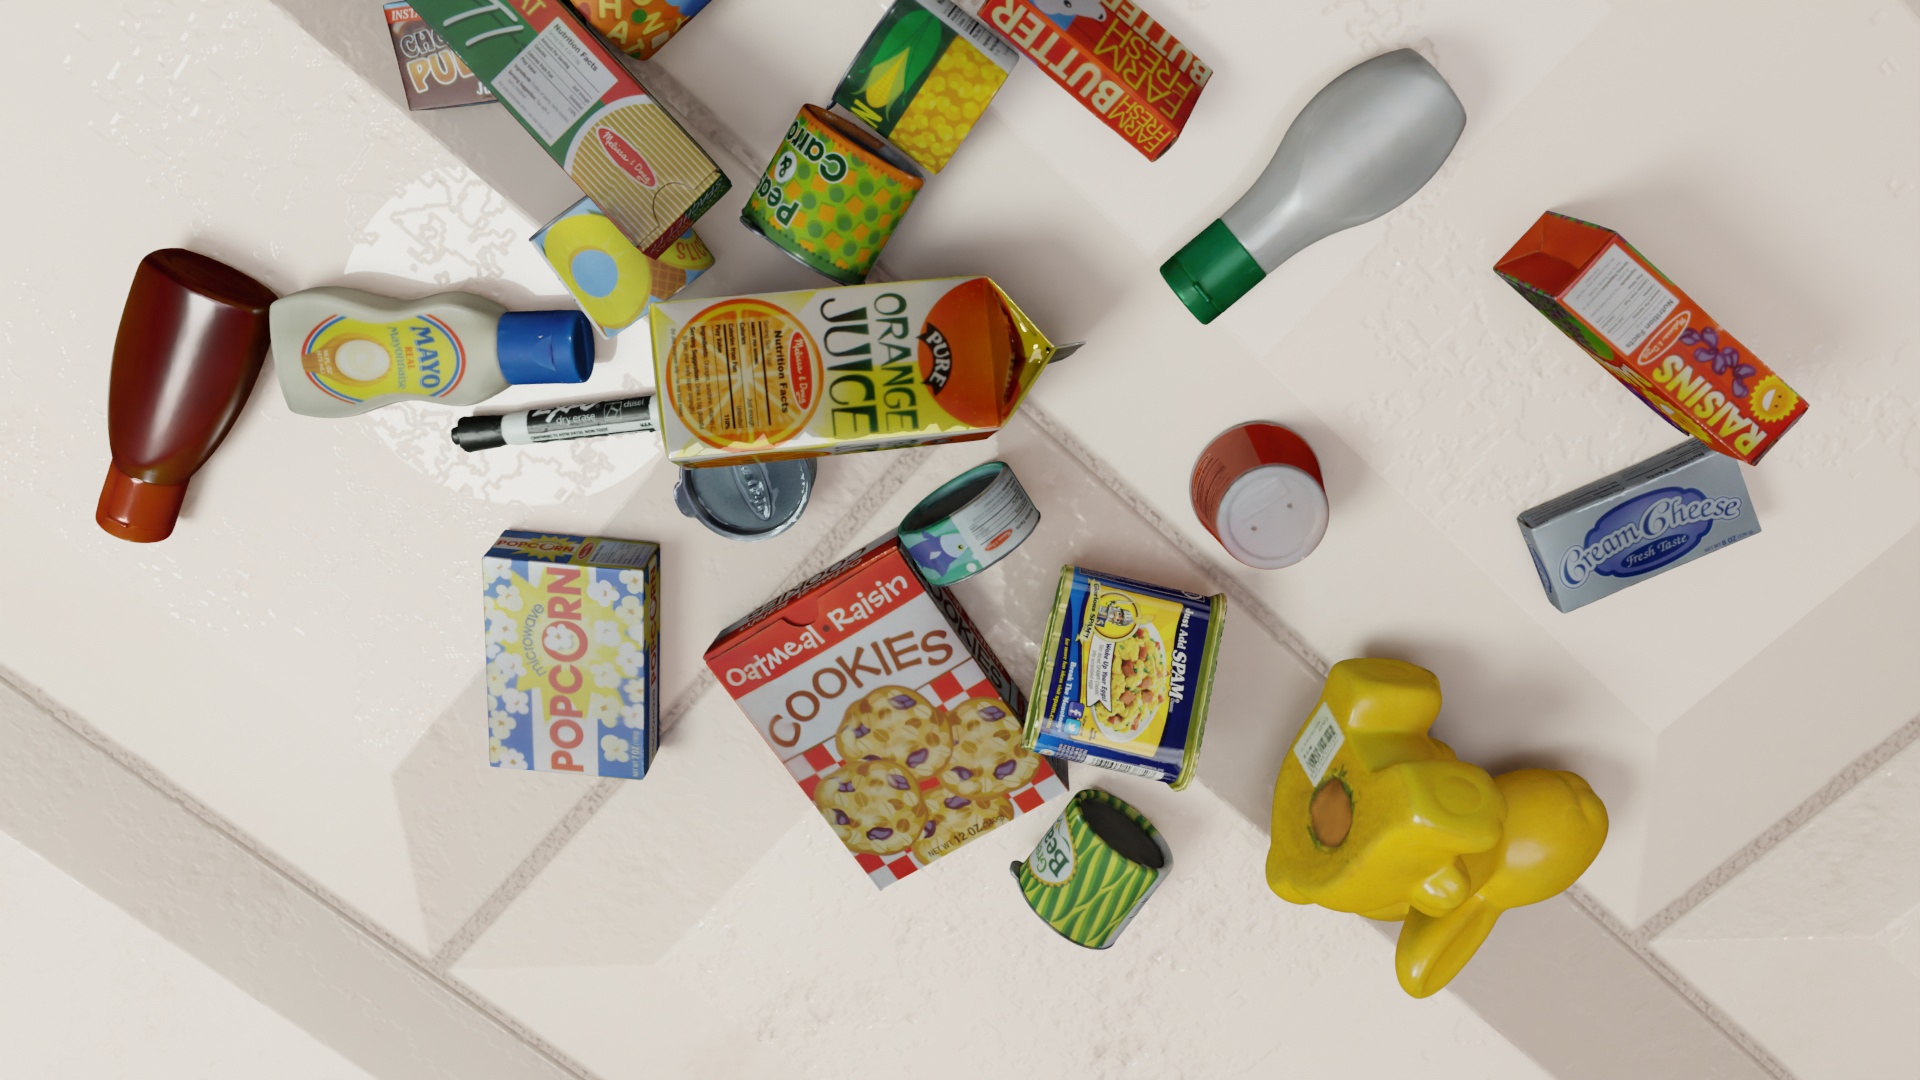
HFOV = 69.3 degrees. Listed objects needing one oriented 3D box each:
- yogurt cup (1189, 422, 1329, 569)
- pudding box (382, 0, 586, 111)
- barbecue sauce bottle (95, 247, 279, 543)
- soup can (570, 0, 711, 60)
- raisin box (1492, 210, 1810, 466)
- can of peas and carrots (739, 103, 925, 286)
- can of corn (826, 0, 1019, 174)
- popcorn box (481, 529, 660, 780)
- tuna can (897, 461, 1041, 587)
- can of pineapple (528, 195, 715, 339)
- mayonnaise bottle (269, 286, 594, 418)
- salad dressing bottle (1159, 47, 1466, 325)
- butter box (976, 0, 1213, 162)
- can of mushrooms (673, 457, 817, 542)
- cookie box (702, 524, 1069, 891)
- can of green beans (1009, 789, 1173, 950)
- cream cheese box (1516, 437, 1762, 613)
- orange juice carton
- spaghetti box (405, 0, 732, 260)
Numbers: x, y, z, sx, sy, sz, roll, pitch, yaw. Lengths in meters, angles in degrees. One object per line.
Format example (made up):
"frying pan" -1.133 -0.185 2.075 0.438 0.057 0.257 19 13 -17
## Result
"yogurt cup" 0.150 -0.020 0.690 0.072 0.054 0.072 1 109 2
"pudding box" -0.215 -0.228 0.640 0.084 0.030 0.049 -5 109 4
"barbecue sauce bottle" -0.396 -0.068 0.699 0.065 0.044 0.148 27 109 -7
"soup can" -0.132 -0.262 0.603 0.083 0.071 0.071 -37 105 14
"raisin box" 0.314 -0.094 0.639 0.123 0.086 0.040 36 106 -11
"can of peas and carrots" -0.060 -0.159 0.638 0.071 0.071 0.058 31 108 -9
"can of corn" -0.017 -0.205 0.622 0.058 0.071 0.071 35 108 -11
"popcorn box" -0.206 0.062 0.741 0.085 0.038 0.126 5 110 1
"tuna can" 0.002 -0.009 0.695 0.071 0.071 0.032 -29 106 12
"can of pineapple" -0.156 -0.137 0.652 0.071 0.071 0.057 -32 107 13
"mayonnaise bottle" -0.258 -0.094 0.685 0.148 0.041 0.064 -1 108 3
"salad dressing bottle" 0.160 -0.161 0.644 0.147 0.044 0.064 -39 106 16
"butter box" 0.062 -0.221 0.620 0.103 0.053 0.024 37 145 -11
"can of mushrooms" -0.109 -0.035 0.705 0.071 0.033 0.070 1 111 2
"cookie box" -0.037 0.092 0.745 0.123 0.040 0.167 -30 106 12
"can of green beans" 0.074 0.179 0.759 0.071 0.071 0.057 31 108 -9
"cream cheese box" 0.342 -0.009 0.703 0.104 0.024 0.053 -25 106 11
"orange juice carton" -0.041 -0.079 0.647 0.193 0.072 0.073 -6 90 -5
"spaghetti box" -0.201 -0.229 0.601 0.050 0.028 0.250 -43 87 2
